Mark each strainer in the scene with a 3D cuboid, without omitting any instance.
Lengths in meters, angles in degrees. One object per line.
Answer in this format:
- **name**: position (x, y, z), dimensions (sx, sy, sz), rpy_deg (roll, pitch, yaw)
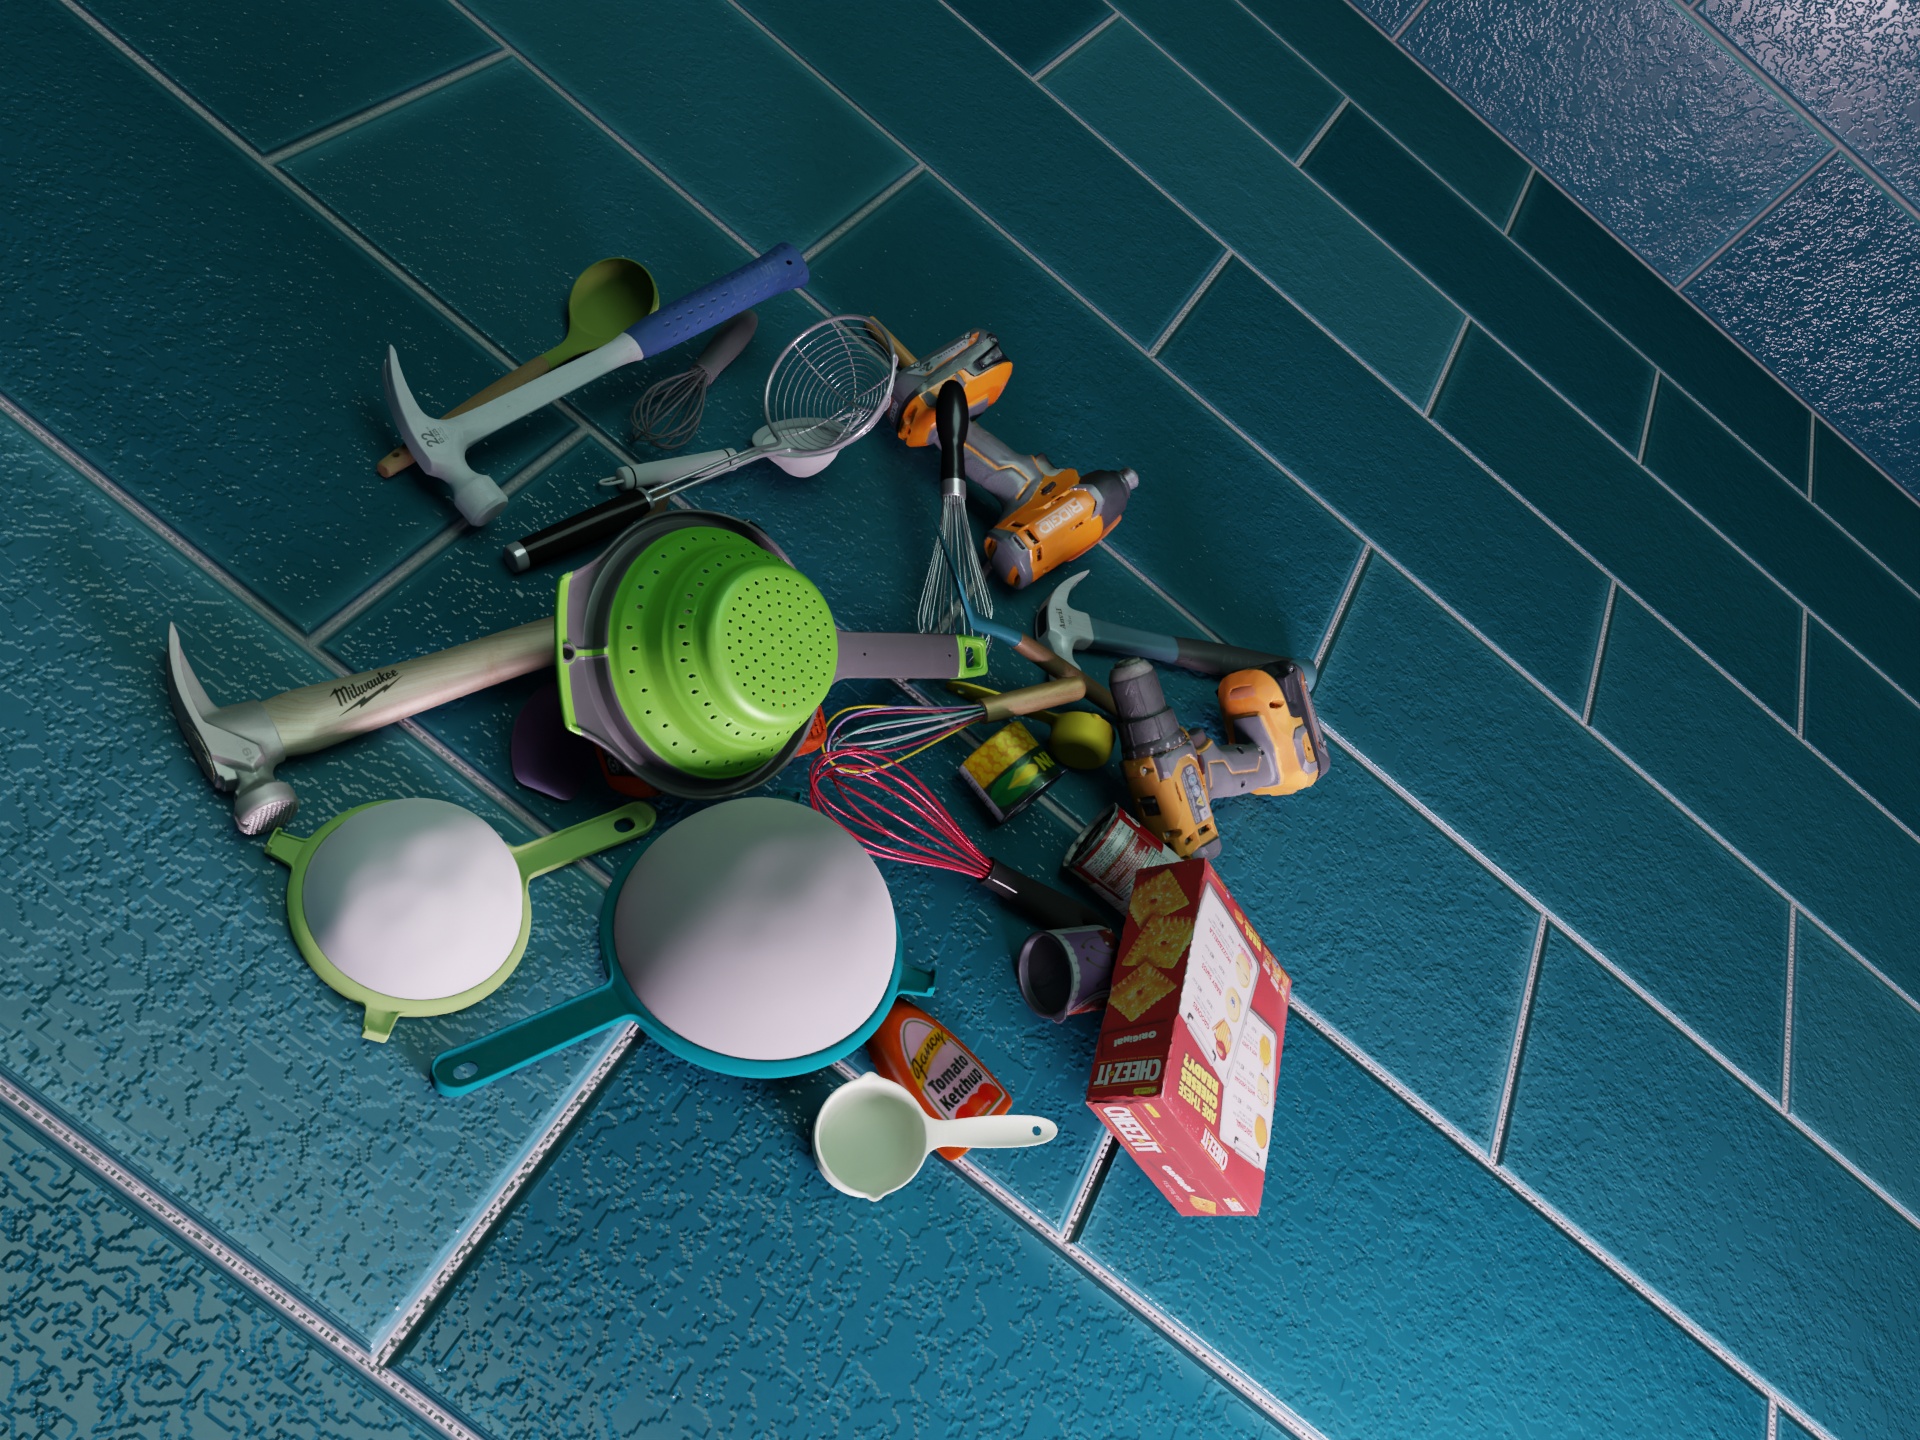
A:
- **strainer**: position (-0.178, 0.143, 1.028), dimensions (0.340, 0.095, 0.211), rpy_deg (-21, 61, -36)
- **strainer**: position (-0.191, -0.222, 1.354), dimensions (0.258, 0.050, 0.087), rpy_deg (-18, 36, -36)
- **strainer**: position (-0.297, 0.088, 1.024), dimensions (0.256, 0.069, 0.151), rpy_deg (-21, 72, -41)

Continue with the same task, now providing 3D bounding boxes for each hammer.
- **hammer**: position (-0.277, -0.304, 1.287), dimensions (0.144, 0.035, 0.405), rpy_deg (51, 54, -1)
- **hammer**: position (0.214, -0.065, 1.527), dimensions (0.330, 0.033, 0.128), rpy_deg (9, 55, -30)
- **hammer**: position (-0.330, -0.050, 1.113), dimensions (0.410, 0.038, 0.146), rpy_deg (-22, 70, -40)

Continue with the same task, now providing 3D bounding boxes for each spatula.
- **spatula**: position (0.019, -0.281, 1.545), dimensions (0.081, 0.041, 0.323), rpy_deg (-40, 83, -21)
- **spatula**: position (0.071, -0.064, 1.349), dimensions (0.317, 0.044, 0.082), rpy_deg (32, 26, -41)
- **spatula**: position (-0.269, -0.071, 1.200), dimensions (0.059, 0.018, 0.316), rpy_deg (25, 48, -14)

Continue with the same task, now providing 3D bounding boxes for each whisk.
- **whisk**: position (-0.225, -0.304, 1.388), dimensions (0.055, 0.055, 0.239), rpy_deg (34, 41, -10)
- **whisk**: position (-0.007, -0.171, 1.388), dimensions (0.070, 0.070, 0.285), rpy_deg (10, 68, -30)
- **whisk**: position (-0.002, -0.006, 1.293), dimensions (0.245, 0.051, 0.047), rpy_deg (-14, 57, -28)
- **whisk**: position (0.004, 0.108, 1.236), dimensions (0.295, 0.073, 0.073), rpy_deg (32, 45, -21)

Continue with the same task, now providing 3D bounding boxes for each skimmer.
- **skimmer**: position (-0.204, -0.223, 1.263), dimensions (0.363, 0.090, 0.127), rpy_deg (-31, 51, -32)

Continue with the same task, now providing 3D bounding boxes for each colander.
- **colander**: position (-0.095, -0.051, 1.144), dimensions (0.397, 0.094, 0.204), rpy_deg (-2, 87, -46)

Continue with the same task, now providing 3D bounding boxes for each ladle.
- **ladle**: position (-0.353, -0.285, 1.277), dimensions (0.078, 0.062, 0.320), rpy_deg (26, 46, 13)

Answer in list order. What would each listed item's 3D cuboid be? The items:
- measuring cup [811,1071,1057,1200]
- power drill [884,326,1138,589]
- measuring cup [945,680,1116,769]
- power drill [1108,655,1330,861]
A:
- **measuring cup**: position (-0.019, 0.281, 1.071), dimensions (0.167, 0.038, 0.083), rpy_deg (2, 67, -16)
- **power drill**: position (0.051, -0.251, 1.486), dimensions (0.164, 0.084, 0.226), rpy_deg (-34, 80, -18)
- **measuring cup**: position (0.058, 0.003, 1.361), dimensions (0.156, 0.062, 0.029), rpy_deg (19, 58, -9)
- **power drill**: position (0.222, 0.012, 1.409), dimensions (0.226, 0.084, 0.185), rpy_deg (-25, 99, -42)
